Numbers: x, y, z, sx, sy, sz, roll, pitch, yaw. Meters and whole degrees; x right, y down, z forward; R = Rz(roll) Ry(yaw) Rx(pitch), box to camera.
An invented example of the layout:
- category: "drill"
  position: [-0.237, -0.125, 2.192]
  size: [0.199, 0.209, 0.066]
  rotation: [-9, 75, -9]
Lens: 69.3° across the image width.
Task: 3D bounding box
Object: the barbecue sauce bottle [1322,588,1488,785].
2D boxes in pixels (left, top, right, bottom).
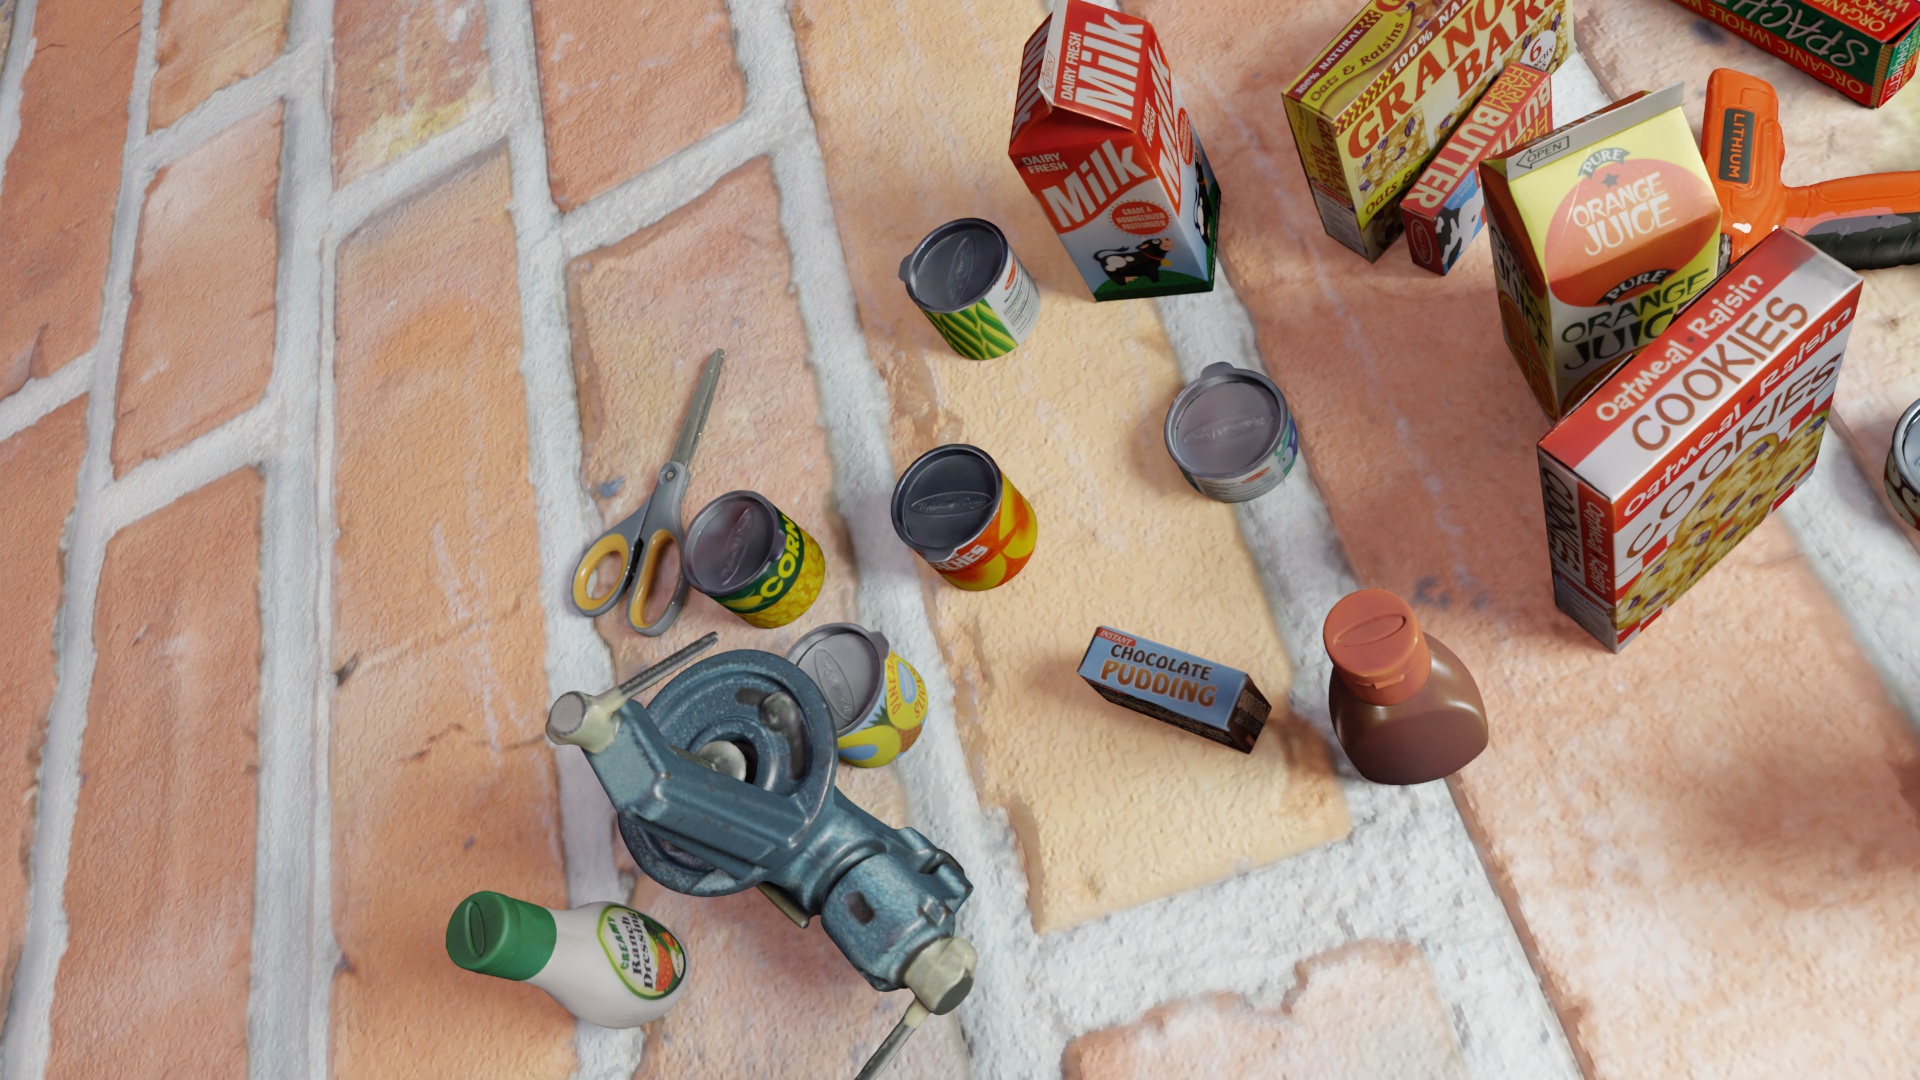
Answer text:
- category: "barbecue sauce bottle"
  position: [0.186, 0.064, 0.592]
  size: [0.065, 0.148, 0.044]
  rotation: [-20, 59, 16]

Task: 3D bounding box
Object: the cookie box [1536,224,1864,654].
- category: "cookie box"
  position: [0.300, -0.033, 0.575]
  size: [0.123, 0.167, 0.040]
  rotation: [-43, 56, 1]

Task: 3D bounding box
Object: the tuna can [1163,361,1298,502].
- category: "tuna can"
  position: [0.145, -0.058, 0.742]
  size: [0.071, 0.032, 0.071]
  rotation: [-11, 62, 21]

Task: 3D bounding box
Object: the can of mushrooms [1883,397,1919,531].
- category: "can of mushrooms"
  position: [0.434, -0.030, 0.590]
  size: [0.071, 0.033, 0.071]
  rotation: [-11, 62, 21]

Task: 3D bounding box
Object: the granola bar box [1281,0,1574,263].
- category: "granola bar box"
  position: [0.249, -0.246, 0.730]
  size: [0.165, 0.124, 0.039]
  rotation: [-46, 56, -1]

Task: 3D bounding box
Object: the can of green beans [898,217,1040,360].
- category: "can of green beans"
  position: [0.008, -0.151, 0.837]
  size: [0.071, 0.057, 0.071]
  rotation: [-11, 62, 21]

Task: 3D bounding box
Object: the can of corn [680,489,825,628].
- category: "can of corn"
  position: [-0.119, 0.012, 0.818]
  size: [0.071, 0.058, 0.071]
  rotation: [-11, 62, 21]

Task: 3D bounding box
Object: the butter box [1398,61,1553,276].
- category: "butter box"
  position: [0.274, -0.197, 0.736]
  size: [0.024, 0.053, 0.103]
  rotation: [35, 84, 34]

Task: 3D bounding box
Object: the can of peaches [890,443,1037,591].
- category: "can of peaches"
  position: [0.003, -0.010, 0.771]
  size: [0.071, 0.058, 0.071]
  rotation: [-11, 62, 21]

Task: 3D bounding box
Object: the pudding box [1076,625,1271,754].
- category: "pudding box"
  position: [0.106, 0.073, 0.686]
  size: [0.084, 0.049, 0.030]
  rotation: [18, 75, 31]

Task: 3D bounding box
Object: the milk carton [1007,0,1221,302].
- category: "milk carton"
  position: [0.081, -0.210, 0.752]
  size: [0.073, 0.190, 0.072]
  rotation: [-2, 66, 25]

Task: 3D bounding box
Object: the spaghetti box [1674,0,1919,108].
- category: "spaghetti box"
  position: [0.391, -0.311, 0.738]
  size: [0.028, 0.050, 0.251]
  rotation: [-40, 56, 3]

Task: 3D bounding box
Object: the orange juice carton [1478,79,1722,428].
- category: "orange juice carton"
  position: [0.281, -0.124, 0.613]
  size: [0.072, 0.192, 0.073]
  rotation: [-23, 59, 15]

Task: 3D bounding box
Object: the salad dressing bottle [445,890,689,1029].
- category: "salad dressing bottle"
  position: [-0.196, 0.210, 0.703]
  size: [0.044, 0.147, 0.064]
  rotation: [-30, 57, 10]

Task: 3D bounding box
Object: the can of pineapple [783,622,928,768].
- category: "can of pineapple"
  position: [-0.056, 0.084, 0.753]
  size: [0.071, 0.057, 0.071]
  rotation: [-11, 62, 21]
